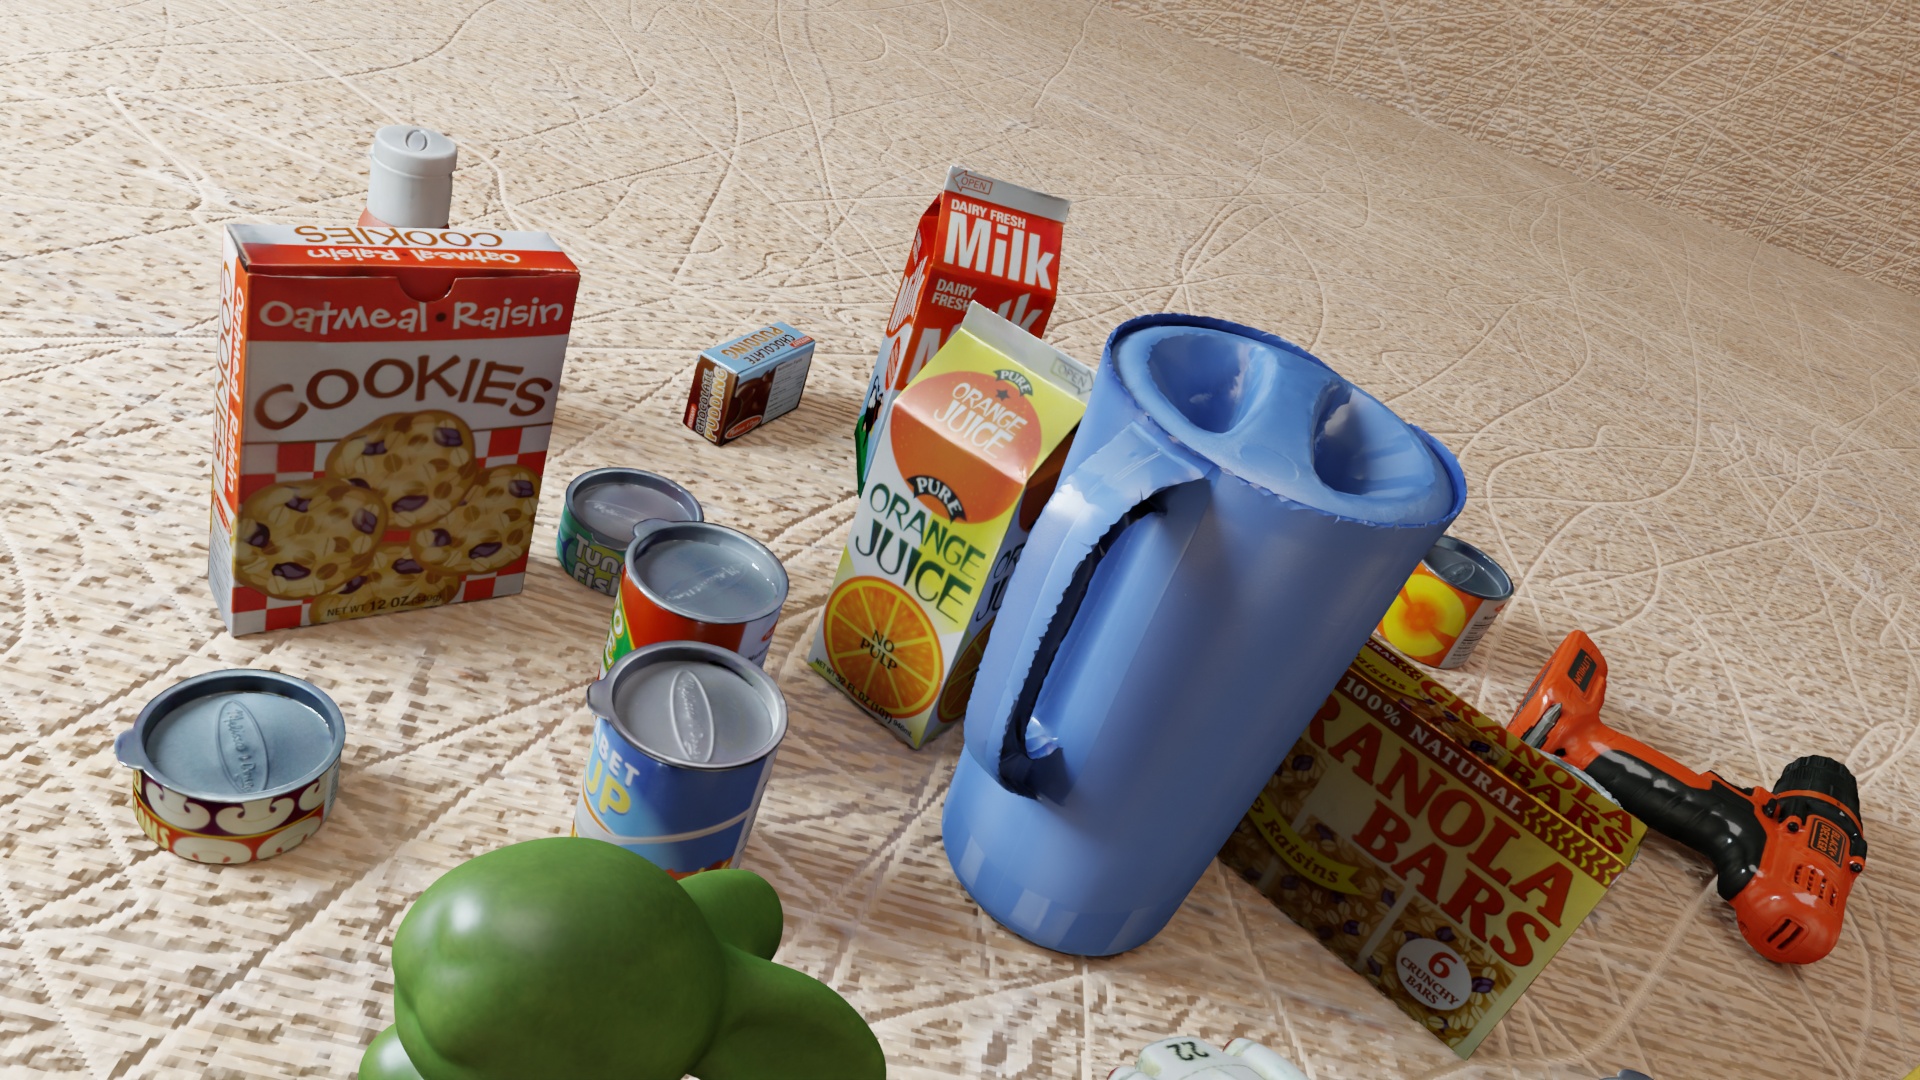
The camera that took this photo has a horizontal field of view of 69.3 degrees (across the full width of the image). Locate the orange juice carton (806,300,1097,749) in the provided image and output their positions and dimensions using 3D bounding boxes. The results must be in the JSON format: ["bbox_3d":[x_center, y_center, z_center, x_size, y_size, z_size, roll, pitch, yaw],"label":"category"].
[{"bbox_3d":[0.002,-0.008,0.621,0.072,0.191,0.073,35,34,21],"label":"orange juice carton"}]

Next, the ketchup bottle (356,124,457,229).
[{"bbox_3d":[-0.275,-0.127,0.680,0.043,0.148,0.065,8,34,-21],"label":"ketchup bottle"}]

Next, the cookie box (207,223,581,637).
[{"bbox_3d":[-0.230,-0.044,0.562,0.123,0.166,0.040,-9,42,-39],"label":"cookie box"}]

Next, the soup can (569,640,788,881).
[{"bbox_3d":[-0.108,0.089,0.511,0.071,0.083,0.072,15,32,-10],"label":"soup can"}]

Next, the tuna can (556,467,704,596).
[{"bbox_3d":[-0.160,-0.003,0.669,0.071,0.032,0.071,15,32,-10],"label":"tuna can"}]

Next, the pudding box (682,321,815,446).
[{"bbox_3d":[-0.122,-0.093,0.814,0.030,0.049,0.084,30,32,14],"label":"pudding box"}]

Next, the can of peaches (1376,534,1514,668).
[{"bbox_3d":[0.294,0.036,0.856,0.071,0.057,0.071,15,32,-10],"label":"can of peaches"}]

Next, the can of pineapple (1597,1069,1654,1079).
[{"bbox_3d":[0.244,0.242,0.511,0.071,0.057,0.071,15,32,-10],"label":"can of pineapple"}]

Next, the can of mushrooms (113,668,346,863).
[{"bbox_3d":[-0.256,0.079,0.488,0.071,0.033,0.071,15,32,-10],"label":"can of mushrooms"}]

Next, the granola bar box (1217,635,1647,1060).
[{"bbox_3d":[0.184,0.120,0.599,0.166,0.123,0.039,38,35,26],"label":"granola bar box"}]

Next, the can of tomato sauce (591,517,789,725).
[{"bbox_3d":[-0.115,0.043,0.578,0.071,0.082,0.071,15,32,-10],"label":"can of tomato sauce"}]

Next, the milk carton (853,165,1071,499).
[{"bbox_3d":[-0.001,-0.113,0.781,0.072,0.189,0.074,12,32,-15],"label":"milk carton"}]
